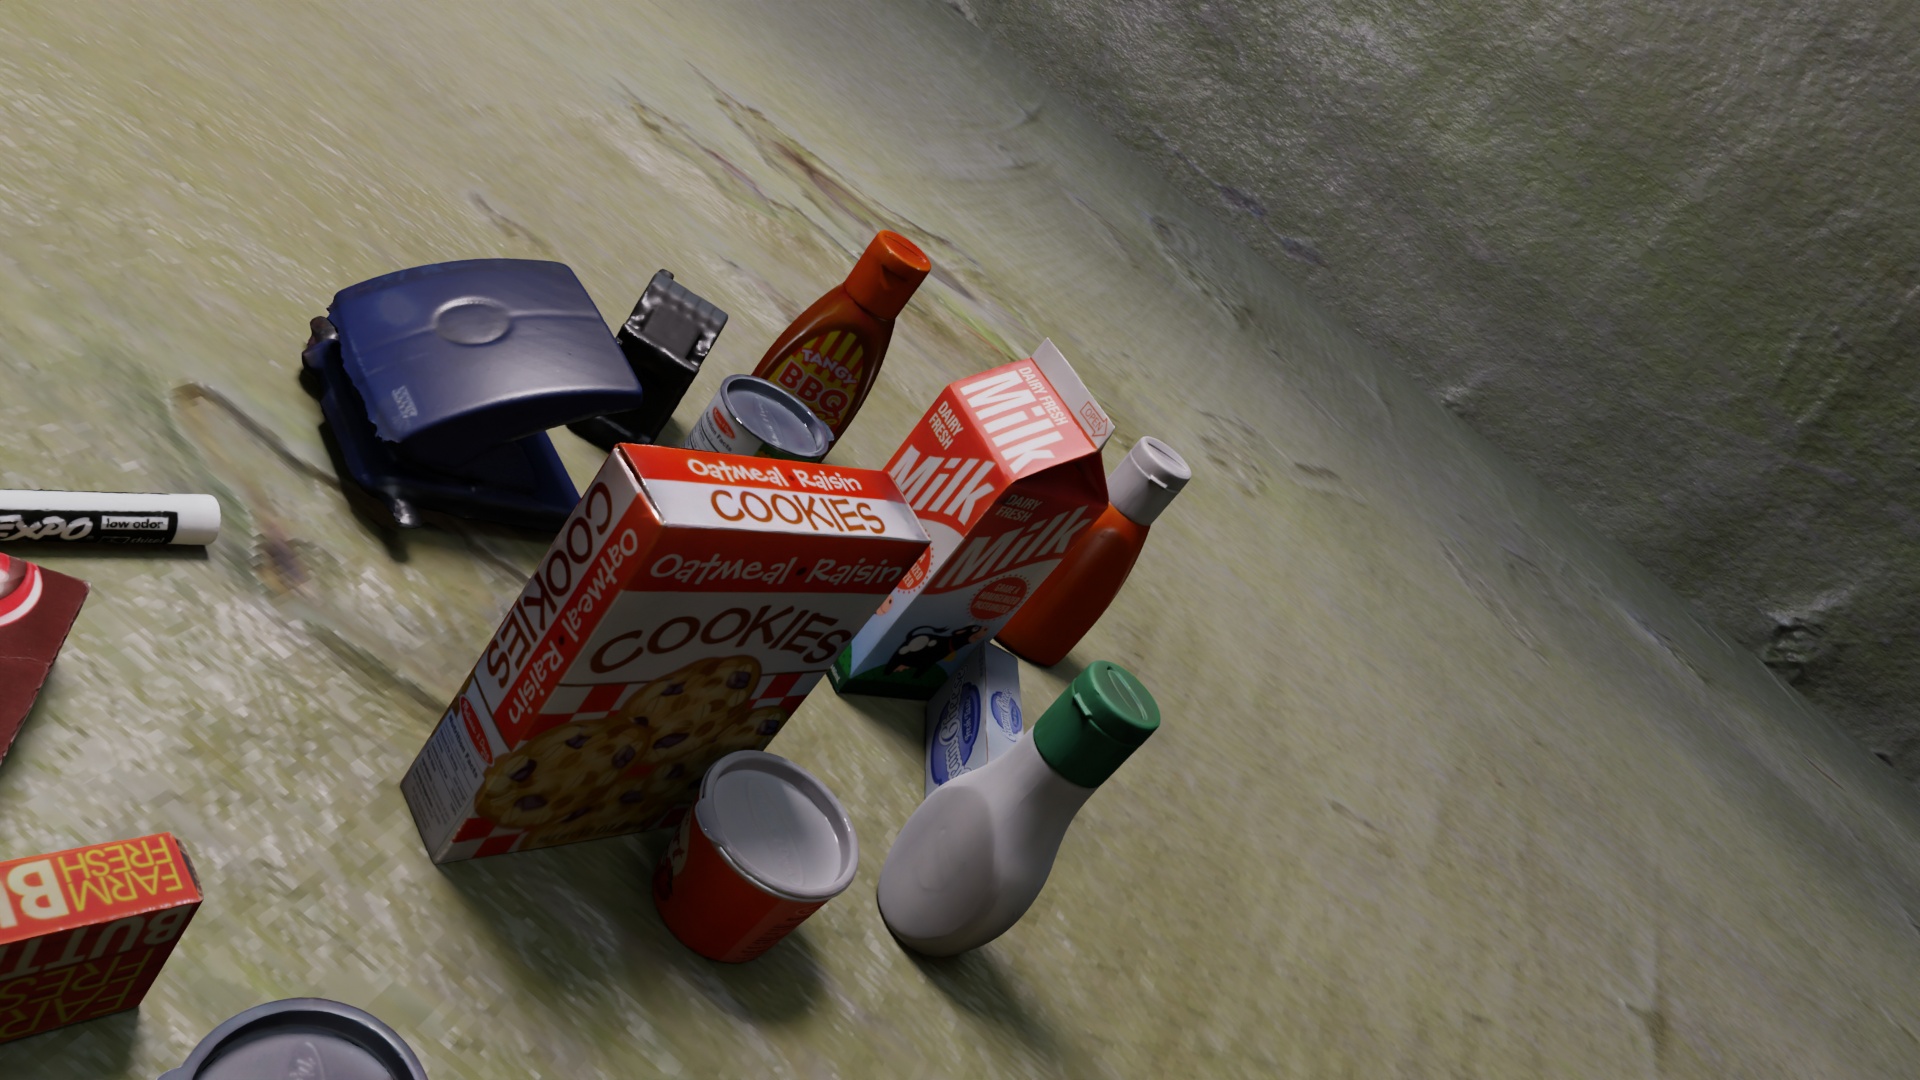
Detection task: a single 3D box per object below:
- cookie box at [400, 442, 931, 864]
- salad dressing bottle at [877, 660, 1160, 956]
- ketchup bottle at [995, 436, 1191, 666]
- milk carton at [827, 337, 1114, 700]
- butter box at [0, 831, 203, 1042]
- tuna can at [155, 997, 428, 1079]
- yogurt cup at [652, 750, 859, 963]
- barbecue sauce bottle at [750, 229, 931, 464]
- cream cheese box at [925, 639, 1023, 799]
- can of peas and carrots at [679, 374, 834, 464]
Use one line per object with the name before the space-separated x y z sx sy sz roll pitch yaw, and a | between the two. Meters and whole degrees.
cookie box | -0.104 0.041 0.496 0.123 0.166 0.040 3 43 -51
salad dressing bottle | 0.023 0.111 0.573 0.044 0.147 0.064 12 36 -44
ketchup bottle | 0.075 0.005 0.812 0.064 0.148 0.044 33 26 -12
milk carton | 0.002 -0.009 0.692 0.073 0.189 0.072 12 36 -44
butter box | -0.248 0.104 0.337 0.104 0.053 0.024 -2 47 -54
tuna can | -0.179 0.158 0.364 0.071 0.032 0.071 30 27 -17
yogurt cup | -0.080 0.122 0.527 0.072 0.053 0.073 31 27 -17
barbecue sauce bottle | -0.073 -0.112 0.811 0.065 0.148 0.044 31 26 -17
cream cheese box | 0.006 0.100 0.677 0.024 0.053 0.104 30 27 -18
can of peas and carrots | -0.113 -0.047 0.755 0.071 0.058 0.071 31 27 -17
